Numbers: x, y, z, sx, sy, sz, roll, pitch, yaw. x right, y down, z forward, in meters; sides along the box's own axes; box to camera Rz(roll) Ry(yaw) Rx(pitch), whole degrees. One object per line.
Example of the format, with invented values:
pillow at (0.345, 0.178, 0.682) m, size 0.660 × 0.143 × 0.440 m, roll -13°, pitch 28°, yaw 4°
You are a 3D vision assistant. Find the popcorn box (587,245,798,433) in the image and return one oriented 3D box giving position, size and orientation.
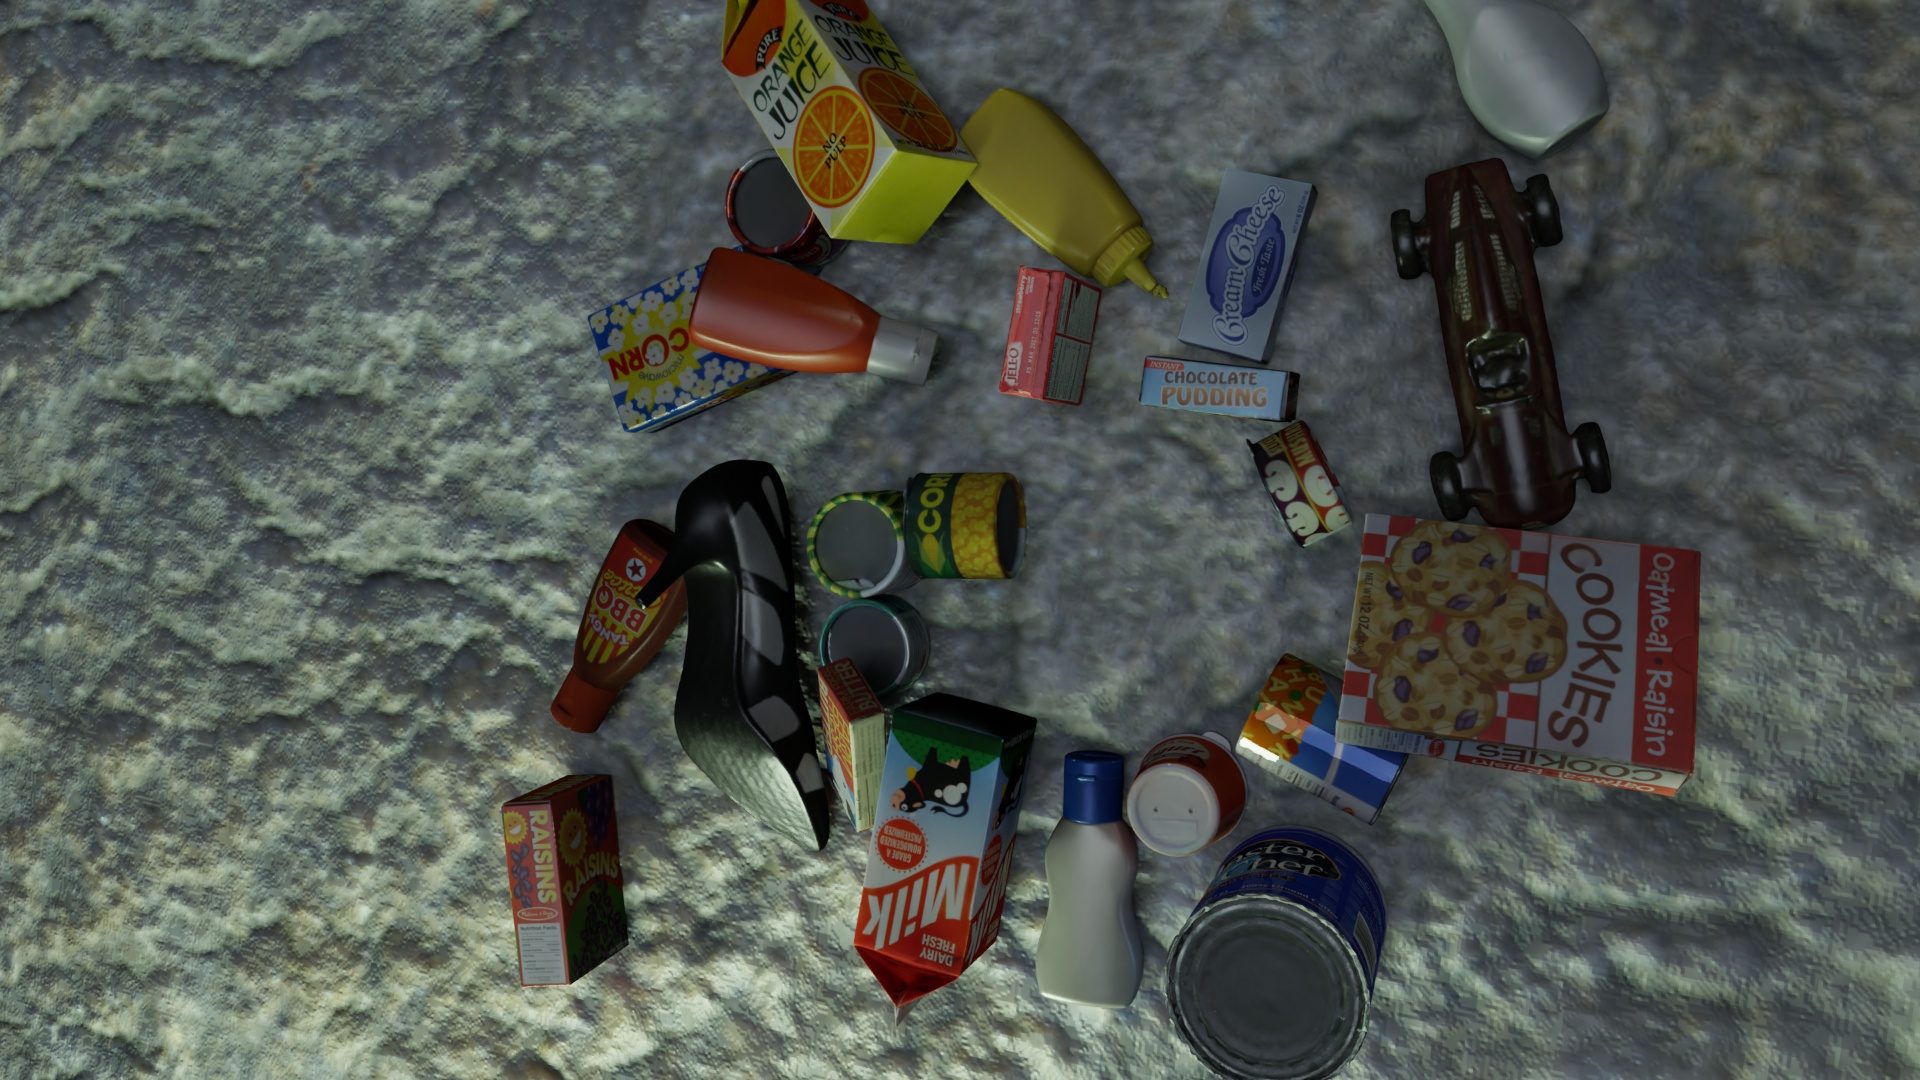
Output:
popcorn box at (-0.177, -0.131, 0.922) m, size 0.126 × 0.038 × 0.085 m, roll -20°, pitch 85°, yaw 20°

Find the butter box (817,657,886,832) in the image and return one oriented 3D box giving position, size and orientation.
butter box at (-0.066, 0.127, 0.862) m, size 0.053 × 0.024 × 0.103 m, roll 51°, pitch 151°, yaw 44°

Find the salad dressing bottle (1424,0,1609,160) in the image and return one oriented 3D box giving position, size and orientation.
salad dressing bottle at (0.284, -0.275, 0.744) m, size 0.064 × 0.044 × 0.148 m, roll -35°, pitch 79°, yaw 20°

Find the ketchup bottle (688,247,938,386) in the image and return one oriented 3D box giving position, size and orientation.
ketchup bottle at (-0.089, -0.133, 0.862) m, size 0.149 × 0.043 × 0.065 m, roll 16°, pitch 79°, yaw -3°

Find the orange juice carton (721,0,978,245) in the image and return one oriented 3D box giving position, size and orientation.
orange juice carton at (-0.078, -0.274, 0.842) m, size 0.072 × 0.072 × 0.193 m, roll -46°, pitch 65°, yaw 35°

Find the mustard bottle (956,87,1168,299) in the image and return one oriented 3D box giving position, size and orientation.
mustard bottle at (0.066, -0.196, 0.824) m, size 0.160 × 0.049 × 0.065 m, roll 48°, pitch 111°, yaw 11°

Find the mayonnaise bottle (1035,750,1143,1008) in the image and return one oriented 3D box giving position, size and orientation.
mayonnaise bottle at (0.080, 0.204, 0.842) m, size 0.065 × 0.041 × 0.148 m, roll 2°, pitch 92°, yaw 19°

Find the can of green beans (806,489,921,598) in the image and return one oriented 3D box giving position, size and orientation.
can of green beans at (-0.055, 0.001, 0.872) m, size 0.071 × 0.058 × 0.071 m, roll 1°, pitch 93°, yaw 20°

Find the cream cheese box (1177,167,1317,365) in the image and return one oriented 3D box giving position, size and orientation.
cream cheese box at (0.165, -0.158, 0.803) m, size 0.053 × 0.024 × 0.103 m, roll 17°, pitch 98°, yaw 20°

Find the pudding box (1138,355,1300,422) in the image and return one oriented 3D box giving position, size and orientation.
pudding box at (0.150, -0.087, 0.798) m, size 0.084 × 0.050 × 0.030 m, roll 10°, pitch 98°, yaw 20°

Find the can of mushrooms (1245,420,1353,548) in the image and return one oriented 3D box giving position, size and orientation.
can of mushrooms at (0.190, -0.034, 0.775) m, size 0.033 × 0.071 × 0.071 m, roll -27°, pitch 83°, yaw 19°

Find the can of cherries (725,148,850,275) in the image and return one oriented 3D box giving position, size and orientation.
can of cherries at (-0.107, -0.208, 0.882) m, size 0.071 × 0.058 × 0.071 m, roll 1°, pitch 92°, yaw 20°

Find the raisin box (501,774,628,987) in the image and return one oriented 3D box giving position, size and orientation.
raisin box at (-0.268, 0.228, 0.945) m, size 0.040 × 0.086 × 0.123 m, roll -5°, pitch 91°, yaw 14°

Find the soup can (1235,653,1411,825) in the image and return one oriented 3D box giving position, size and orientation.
soup can at (0.207, 0.107, 0.777) m, size 0.084 × 0.071 × 0.071 m, roll 27°, pitch 101°, yaw 17°

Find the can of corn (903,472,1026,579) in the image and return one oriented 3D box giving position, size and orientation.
can of corn at (0.003, -0.011, 0.844) m, size 0.058 × 0.071 × 0.071 m, roll 0°, pitch 93°, yaw 19°

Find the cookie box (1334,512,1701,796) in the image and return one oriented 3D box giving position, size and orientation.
cookie box at (0.289, 0.056, 0.725) m, size 0.167 × 0.040 × 0.123 m, roll 7°, pitch 65°, yaw 17°

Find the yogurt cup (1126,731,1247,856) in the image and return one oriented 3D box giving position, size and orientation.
yogurt cup at (0.130, 0.151, 0.813) m, size 0.072 × 0.054 × 0.072 m, roll 1°, pitch 94°, yaw 21°

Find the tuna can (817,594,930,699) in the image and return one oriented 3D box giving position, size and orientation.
tuna can at (-0.058, 0.068, 0.890) m, size 0.071 × 0.033 × 0.071 m, roll 1°, pitch 93°, yaw 20°

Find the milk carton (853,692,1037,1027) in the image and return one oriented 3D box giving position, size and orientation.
milk carton at (-0.012, 0.198, 0.858) m, size 0.073 × 0.072 × 0.190 m, roll 12°, pitch 97°, yaw 19°

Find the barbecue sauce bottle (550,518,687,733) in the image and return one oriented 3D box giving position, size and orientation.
barbecue sauce bottle at (-0.232, 0.062, 0.948) m, size 0.065 × 0.044 × 0.148 m, roll 34°, pitch 104°, yaw 17°
